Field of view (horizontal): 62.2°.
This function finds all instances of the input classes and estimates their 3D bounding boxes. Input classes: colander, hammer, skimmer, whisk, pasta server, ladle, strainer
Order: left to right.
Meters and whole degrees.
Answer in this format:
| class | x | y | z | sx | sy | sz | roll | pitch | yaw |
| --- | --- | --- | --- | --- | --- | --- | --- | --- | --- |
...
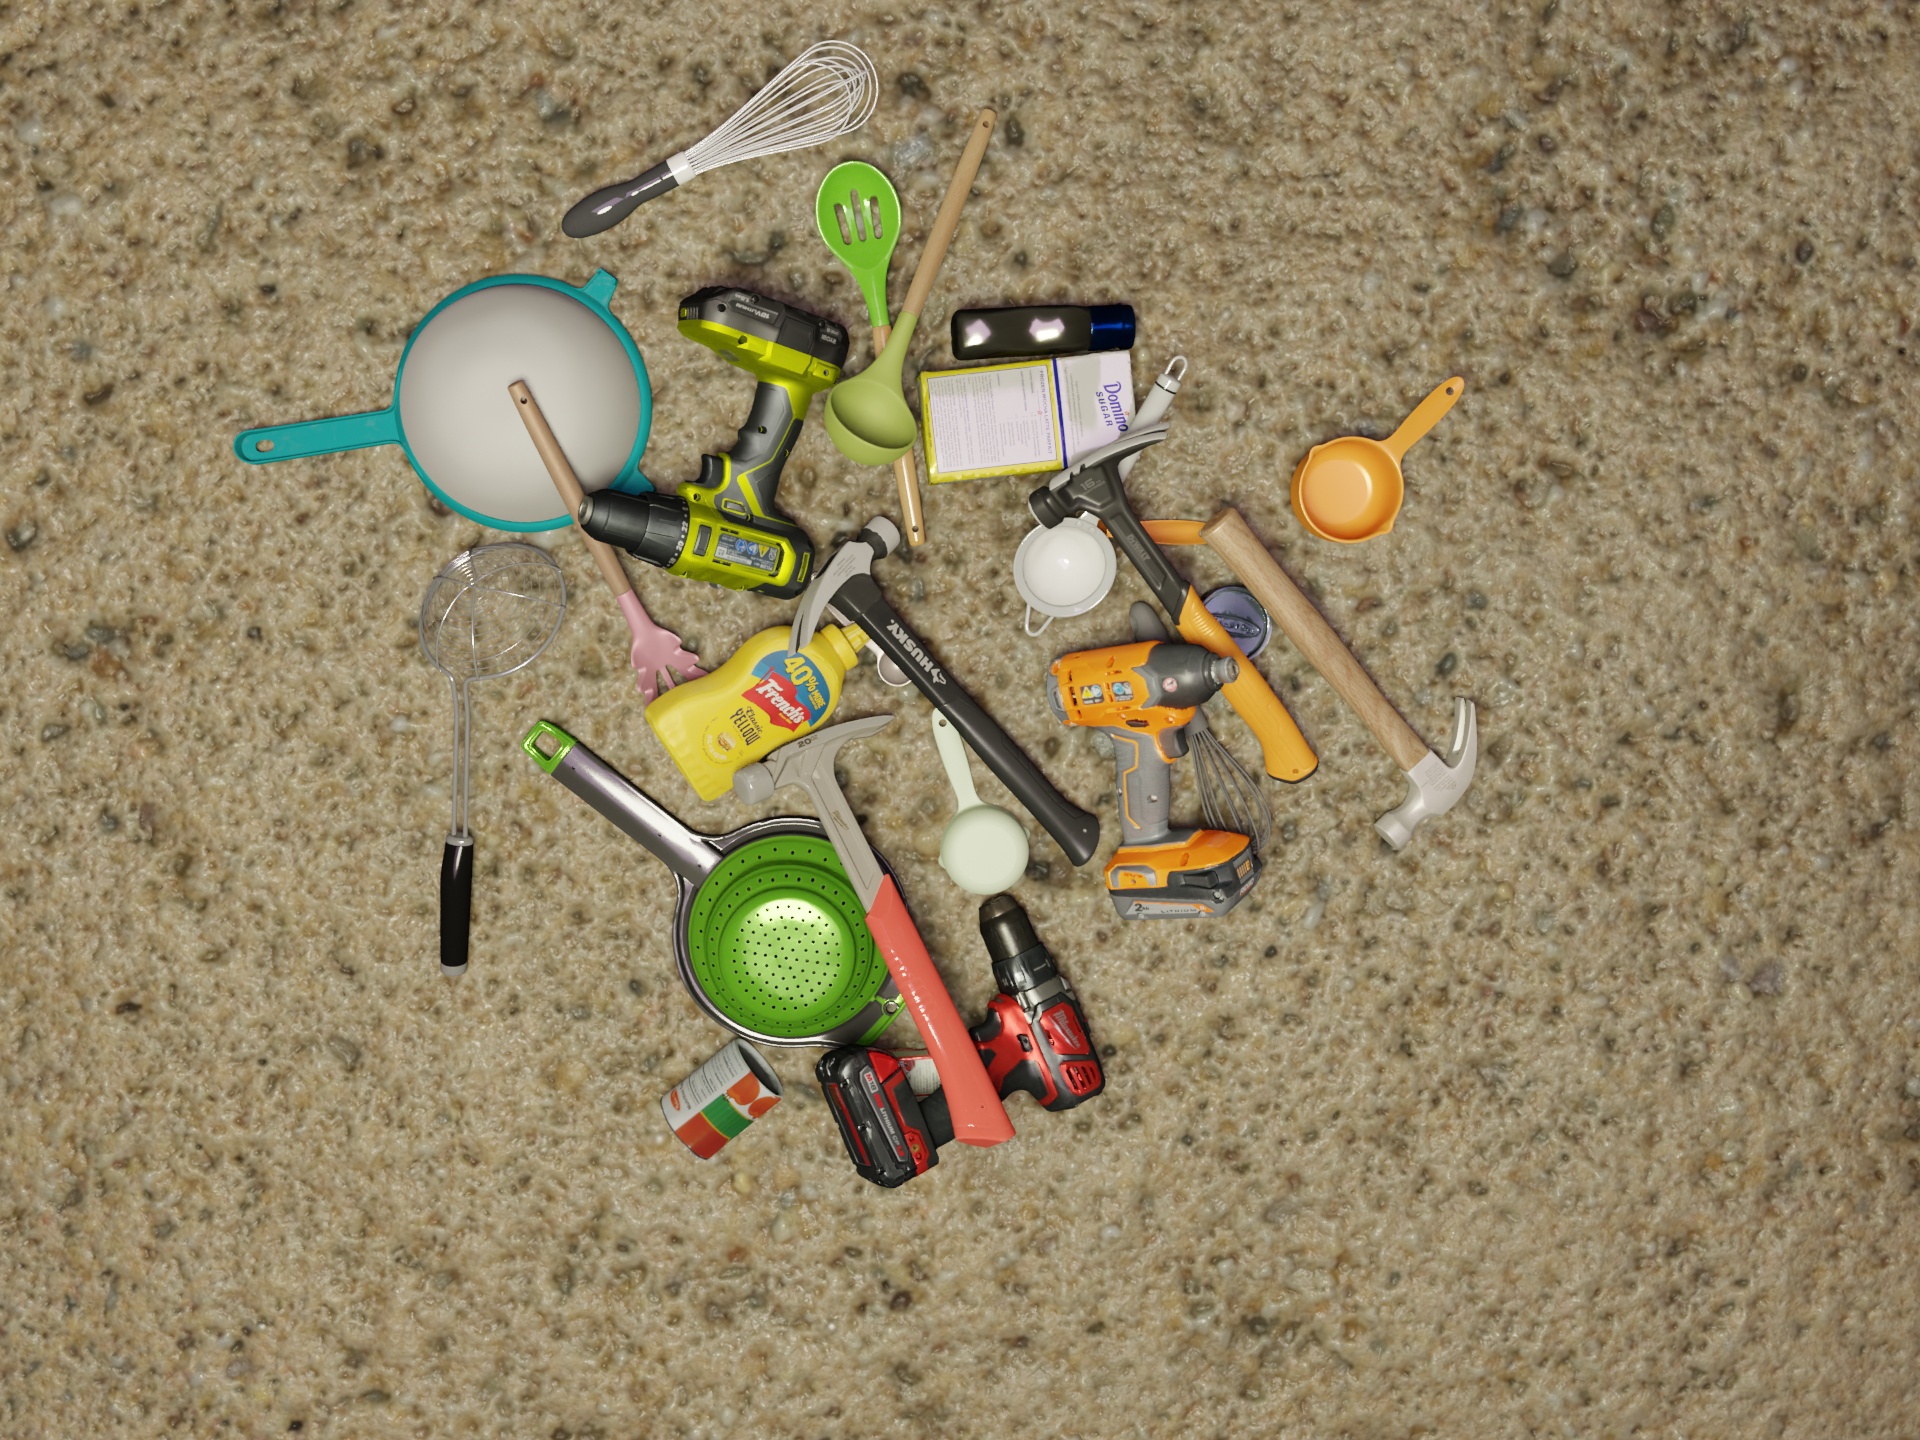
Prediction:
| class | x | y | z | sx | sy | sz | roll | pitch | yaw |
| --- | --- | --- | --- | --- | --- | --- | --- | --- | --- |
| strainer | -0.423 | -0.247 | 1.275 | 0.340 | 0.095 | 0.211 | -10 | 96 | -3 |
| skimmer | -0.400 | 0.034 | 1.334 | 0.127 | 0.090 | 0.363 | 12 | 106 | 16 |
| pasta server | -0.281 | -0.125 | 1.276 | 0.060 | 0.040 | 0.316 | -30 | 117 | -13 |
| colander | -0.206 | 0.136 | 1.321 | 0.397 | 0.094 | 0.204 | 39 | 93 | -6 |
| whisk | -0.198 | -0.463 | 1.286 | 0.284 | 0.070 | 0.070 | -26 | 96 | 5 |
| hammer | -0.044 | 0.172 | 1.283 | 0.149 | 0.036 | 0.359 | -22 | 78 | -31 |
| ladle | -0.028 | -0.352 | 1.277 | 0.078 | 0.062 | 0.320 | 23 | 82 | -16 |
| hammer | -0.002 | -0.004 | 1.323 | 0.334 | 0.035 | 0.146 | 48 | 55 | -12 |
| strainer | 0.117 | -0.184 | 1.303 | 0.086 | 0.050 | 0.258 | 24 | 115 | -14 |
| whisk | 0.201 | 0.008 | 1.352 | 0.055 | 0.055 | 0.239 | -26 | 93 | 0 |
| hammer | 0.200 | -0.082 | 1.296 | 0.127 | 0.034 | 0.336 | -29 | 111 | 27 |
| hammer | 0.317 | -0.048 | 1.334 | 0.130 | 0.031 | 0.331 | -43 | 105 | -1 |

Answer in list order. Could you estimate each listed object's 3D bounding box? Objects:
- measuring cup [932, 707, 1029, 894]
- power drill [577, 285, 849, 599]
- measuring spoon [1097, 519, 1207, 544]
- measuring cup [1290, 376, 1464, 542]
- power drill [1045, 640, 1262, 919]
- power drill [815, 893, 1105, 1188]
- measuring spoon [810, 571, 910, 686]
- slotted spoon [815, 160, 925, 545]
| class | x | y | z | sx | sy | sz | roll | pitch | yaw |
| --- | --- | --- | --- | --- | --- | --- | --- | --- | --- |
| measuring cup | 0.007 | 0.069 | 1.351 | 0.083 | 0.038 | 0.167 | -18 | 98 | -1 |
| power drill | -0.191 | -0.222 | 1.267 | 0.190 | 0.080 | 0.228 | 13 | 94 | -33 |
| measuring spoon | 0.163 | -0.160 | 1.352 | 0.117 | 0.011 | 0.021 | 1 | 96 | -6 |
| measuring cup | 0.351 | -0.222 | 1.333 | 0.173 | 0.052 | 0.095 | -45 | 96 | 0 |
| power drill | 0.172 | 0.044 | 1.299 | 0.164 | 0.084 | 0.226 | -8 | 104 | 38 |
| power drill | -0.003 | 0.266 | 1.326 | 0.226 | 0.080 | 0.188 | -22 | 87 | -23 |
| measuring spoon | -0.082 | -0.080 | 1.349 | 0.034 | 0.018 | 0.124 | -43 | 89 | 11 |
| slotted spoon | -0.064 | -0.300 | 1.320 | 0.070 | 0.031 | 0.313 | -10 | 98 | -1 |
